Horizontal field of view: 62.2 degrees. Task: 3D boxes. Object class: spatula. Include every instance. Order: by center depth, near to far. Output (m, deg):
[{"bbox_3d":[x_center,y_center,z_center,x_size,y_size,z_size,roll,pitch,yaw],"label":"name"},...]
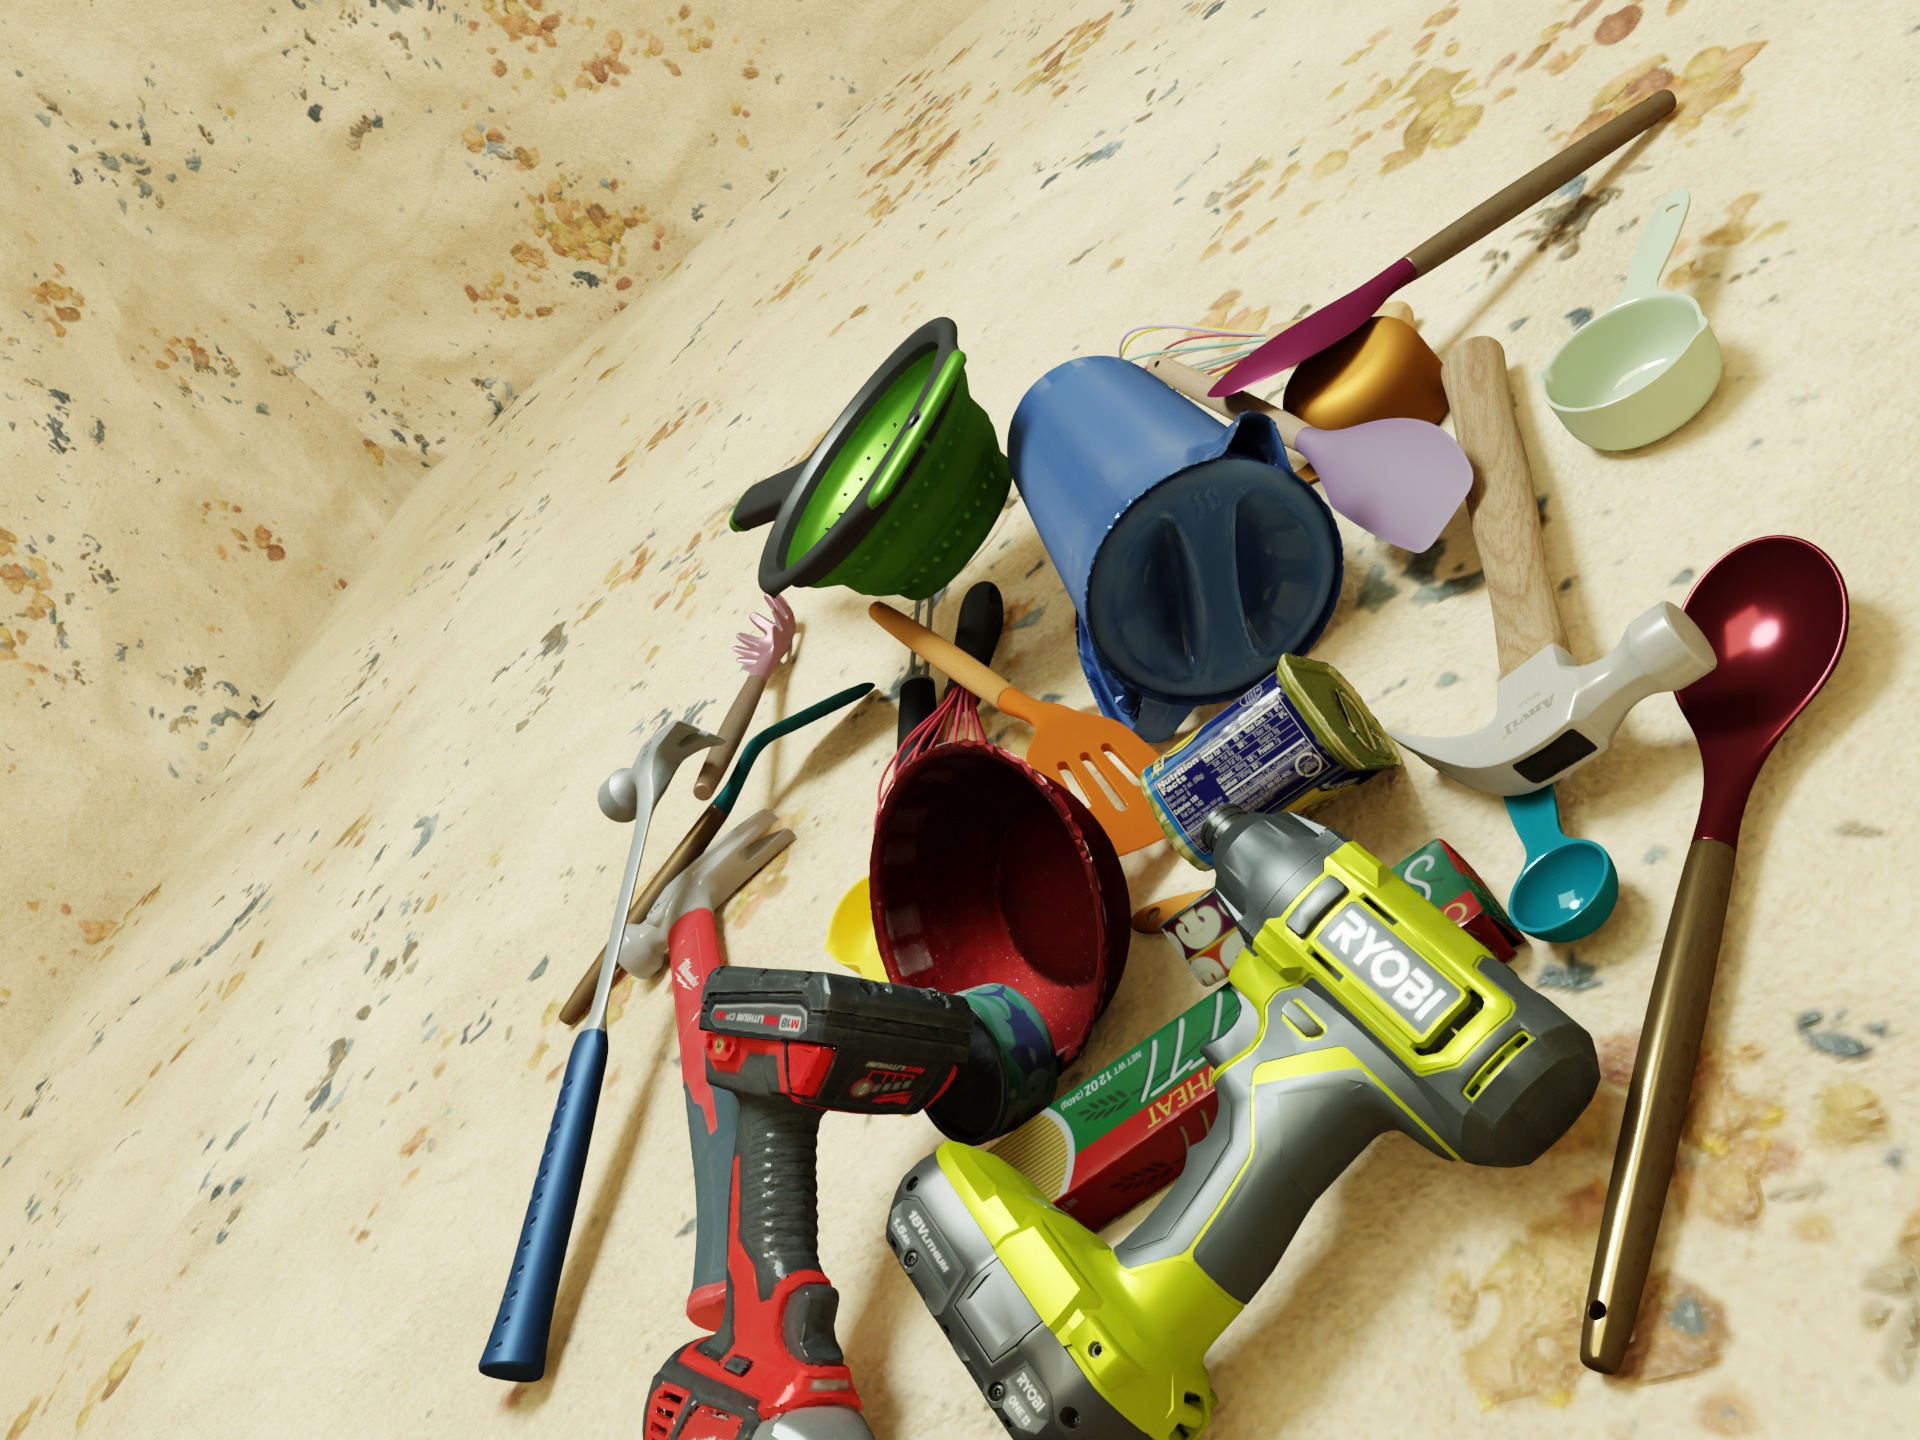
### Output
[{"bbox_3d":[0.177,-0.162,0.867,0.060,0.018,0.316,-58,30,11],"label":"spatula"},{"bbox_3d":[0.017,-0.011,0.890,0.081,0.041,0.323,-22,28,-18],"label":"spatula"},{"bbox_3d":[-0.173,0.088,1.098,0.317,0.044,0.082,-53,-3,2],"label":"spatula"}]

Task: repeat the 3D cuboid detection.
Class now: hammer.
[{"bbox_3d":[0.248,-0.088,0.729,0.130,0.031,0.332,-43,21,34],"label":"hammer"},{"bbox_3d":[-0.132,0.186,0.905,0.143,0.038,0.387,-41,27,6],"label":"hammer"},{"bbox_3d":[-0.216,0.177,0.952,0.144,0.035,0.406,-39,35,45],"label":"hammer"}]

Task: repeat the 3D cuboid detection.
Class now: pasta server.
[{"bbox_3d":[-0.163,-0.021,1.178,0.060,0.040,0.316,-52,12,22],"label":"pasta server"}]

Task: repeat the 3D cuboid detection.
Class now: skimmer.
[{"bbox_3d":[-0.040,-0.080,1.079,0.127,0.090,0.364,-19,35,15],"label":"skimmer"}]

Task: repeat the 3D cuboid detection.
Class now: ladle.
[{"bbox_3d":[0.251,0.065,0.538,0.069,0.031,0.315,-18,39,54],"label":"ladle"}]

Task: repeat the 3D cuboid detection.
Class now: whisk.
[{"bbox_3d":[-0.002,-0.003,0.959,0.073,0.073,0.296,-31,25,27],"label":"whisk"},{"bbox_3d":[0.191,-0.241,1.038,0.245,0.051,0.047,4,76,52],"label":"whisk"}]

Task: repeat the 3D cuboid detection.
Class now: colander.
[{"bbox_3d":[-0.066,-0.144,1.077,0.204,0.094,0.397,-61,20,-12],"label":"colander"}]

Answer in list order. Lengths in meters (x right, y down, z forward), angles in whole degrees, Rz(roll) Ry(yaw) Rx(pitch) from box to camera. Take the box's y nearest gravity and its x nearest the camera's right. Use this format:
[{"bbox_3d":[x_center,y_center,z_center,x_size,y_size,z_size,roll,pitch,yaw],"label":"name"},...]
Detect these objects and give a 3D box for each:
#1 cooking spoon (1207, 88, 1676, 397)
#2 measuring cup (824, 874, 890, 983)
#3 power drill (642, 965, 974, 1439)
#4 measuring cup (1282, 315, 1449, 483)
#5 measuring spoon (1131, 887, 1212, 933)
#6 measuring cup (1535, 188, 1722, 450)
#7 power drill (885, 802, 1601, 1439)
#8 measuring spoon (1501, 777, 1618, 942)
[{"bbox_3d":[0.273,-0.268,0.896,0.319,0.017,0.069,-33,17,-5],"label":"cooking spoon"},{"bbox_3d":[-0.035,0.147,0.845,0.062,0.029,0.157,-39,39,19],"label":"measuring cup"},{"bbox_3d":[-0.064,0.218,0.660,0.143,0.078,0.220,-8,70,52],"label":"power drill"},{"bbox_3d":[0.191,-0.162,0.904,0.173,0.052,0.095,-34,29,21],"label":"measuring cup"},{"bbox_3d":[0.121,0.079,0.718,0.117,0.011,0.021,-20,37,41],"label":"measuring spoon"},{"bbox_3d":[0.334,-0.194,0.764,0.083,0.038,0.168,-11,41,49],"label":"measuring cup"},{"bbox_3d":[0.087,0.143,0.570,0.223,0.080,0.171,-47,45,1],"label":"power drill"},{"bbox_3d":[0.229,0.044,0.616,0.042,0.021,0.129,-40,17,27],"label":"measuring spoon"}]
